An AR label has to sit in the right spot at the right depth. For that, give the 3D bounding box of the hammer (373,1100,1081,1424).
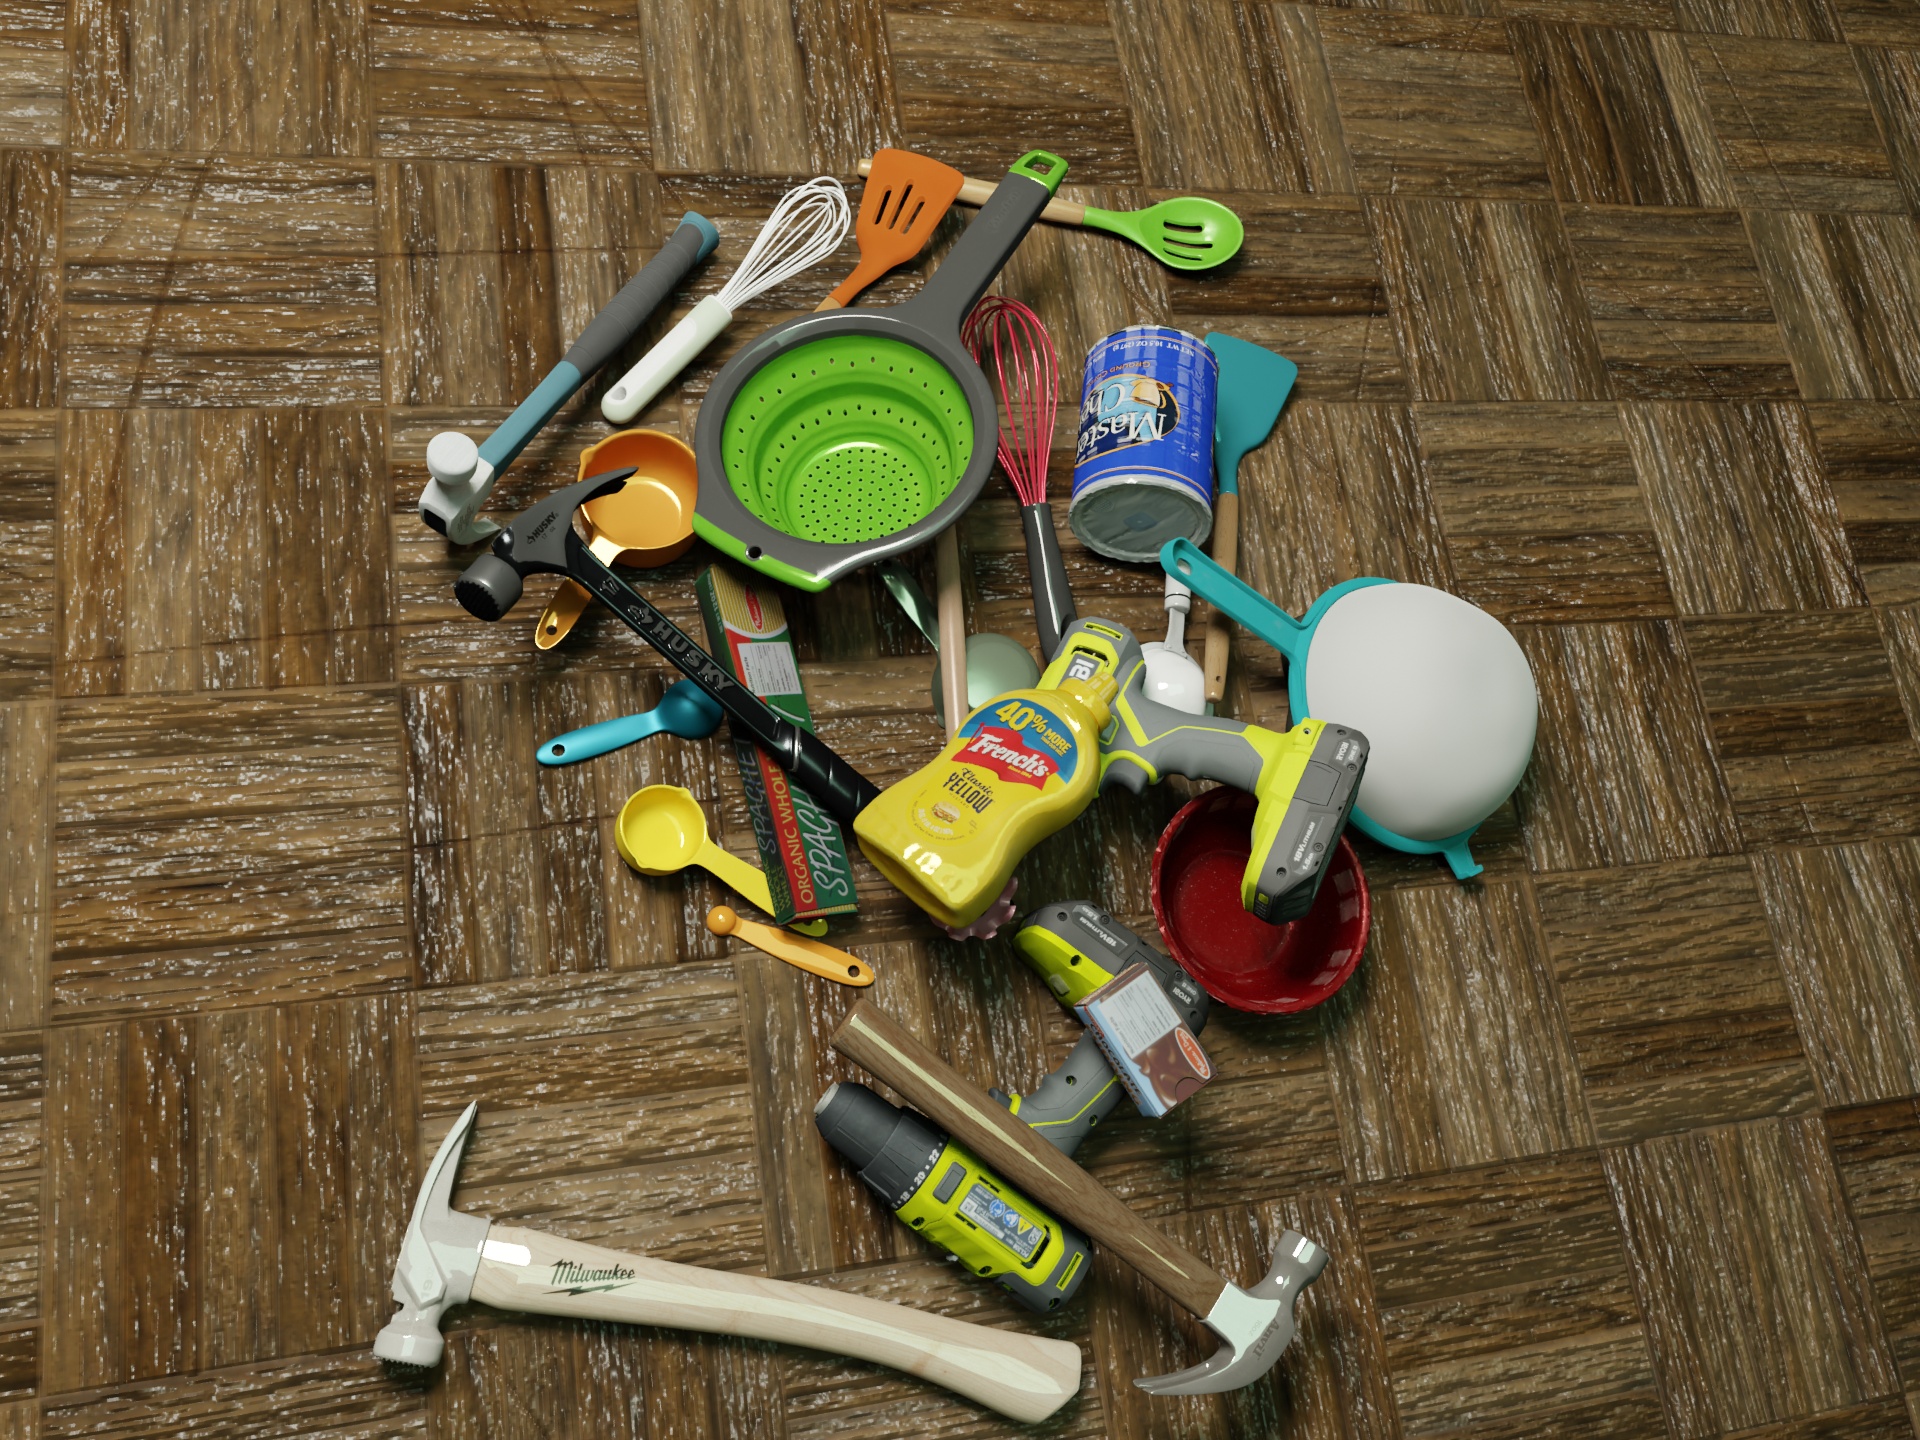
[{"bbox_3d":[-0.123,0.342,0.954,0.410,0.038,0.146,15,67,-10],"label":"hammer"}]

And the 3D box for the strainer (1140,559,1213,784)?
[{"bbox_3d":[0.160,-0.079,1.173,0.086,0.050,0.259,18,64,-26],"label":"strainer"}]

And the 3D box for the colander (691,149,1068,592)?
[{"bbox_3d":[-0.032,-0.240,1.125,0.204,0.094,0.397,28,70,14],"label":"colander"}]

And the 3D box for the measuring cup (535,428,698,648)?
[{"bbox_3d":[-0.236,-0.113,1.071,0.095,0.052,0.174,30,71,-3],"label":"measuring cup"}]

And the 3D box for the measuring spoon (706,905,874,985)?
[{"bbox_3d":[-0.110,0.147,1.036,0.117,0.011,0.021,23,67,-7],"label":"measuring spoon"}]

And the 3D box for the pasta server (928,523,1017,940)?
[{"bbox_3d":[-0.002,-0.003,1.061,0.060,0.040,0.316,-2,68,-3],"label":"pasta server"}]

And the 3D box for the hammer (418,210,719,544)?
[{"bbox_3d":[-0.259,-0.244,1.084,0.033,0.128,0.331,33,58,-3],"label":"hammer"}]

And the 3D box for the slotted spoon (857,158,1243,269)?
[{"bbox_3d":[0.073,-0.410,1.268,0.313,0.031,0.070,8,70,-10],"label":"slotted spoon"}]

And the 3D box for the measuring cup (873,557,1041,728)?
[{"bbox_3d":[-0.007,-0.061,1.119,0.083,0.038,0.167,-36,86,-23],"label":"measuring cup"}]

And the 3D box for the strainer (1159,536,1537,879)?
[{"bbox_3d":[0.294,-0.045,1.118,0.340,0.095,0.211,31,62,-22],"label":"strainer"}]

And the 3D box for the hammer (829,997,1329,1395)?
[{"bbox_3d":[0.059,0.281,0.952,0.331,0.031,0.130,37,72,-2],"label":"hammer"}]

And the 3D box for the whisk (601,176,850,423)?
[{"bbox_3d":[-0.168,-0.302,1.142,0.058,0.059,0.246,36,76,25],"label":"whisk"}]

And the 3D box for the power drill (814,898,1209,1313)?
[{"bbox_3d":[0.036,0.230,1.014,0.190,0.080,0.228,37,69,-2],"label":"power drill"}]

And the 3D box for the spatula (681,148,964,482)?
[{"bbox_3d":[-0.109,-0.297,1.172,0.081,0.041,0.323,26,67,20],"label":"spatula"}]

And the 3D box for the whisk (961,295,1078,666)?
[{"bbox_3d":[0.050,-0.174,1.167,0.073,0.073,0.296,-7,80,-17],"label":"whisk"}]

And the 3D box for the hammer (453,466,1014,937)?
[{"bbox_3d":[-0.121,0.002,1.025,0.408,0.036,0.149,42,50,-13],"label":"hammer"}]

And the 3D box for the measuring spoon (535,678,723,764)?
[{"bbox_3d":[-0.217,0.003,1.050,0.128,0.021,0.042,-19,77,-21],"label":"measuring spoon"}]

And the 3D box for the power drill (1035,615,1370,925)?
[{"bbox_3d":[0.141,0.040,1.054,0.223,0.080,0.171,21,66,18],"label":"power drill"}]

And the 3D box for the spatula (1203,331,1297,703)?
[{"bbox_3d":[0.203,-0.153,1.192,0.082,0.044,0.318,18,58,-14],"label":"spatula"}]

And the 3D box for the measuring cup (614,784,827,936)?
[{"bbox_3d":[-0.156,0.100,1.038,0.156,0.029,0.062,35,58,-15],"label":"measuring cup"}]
